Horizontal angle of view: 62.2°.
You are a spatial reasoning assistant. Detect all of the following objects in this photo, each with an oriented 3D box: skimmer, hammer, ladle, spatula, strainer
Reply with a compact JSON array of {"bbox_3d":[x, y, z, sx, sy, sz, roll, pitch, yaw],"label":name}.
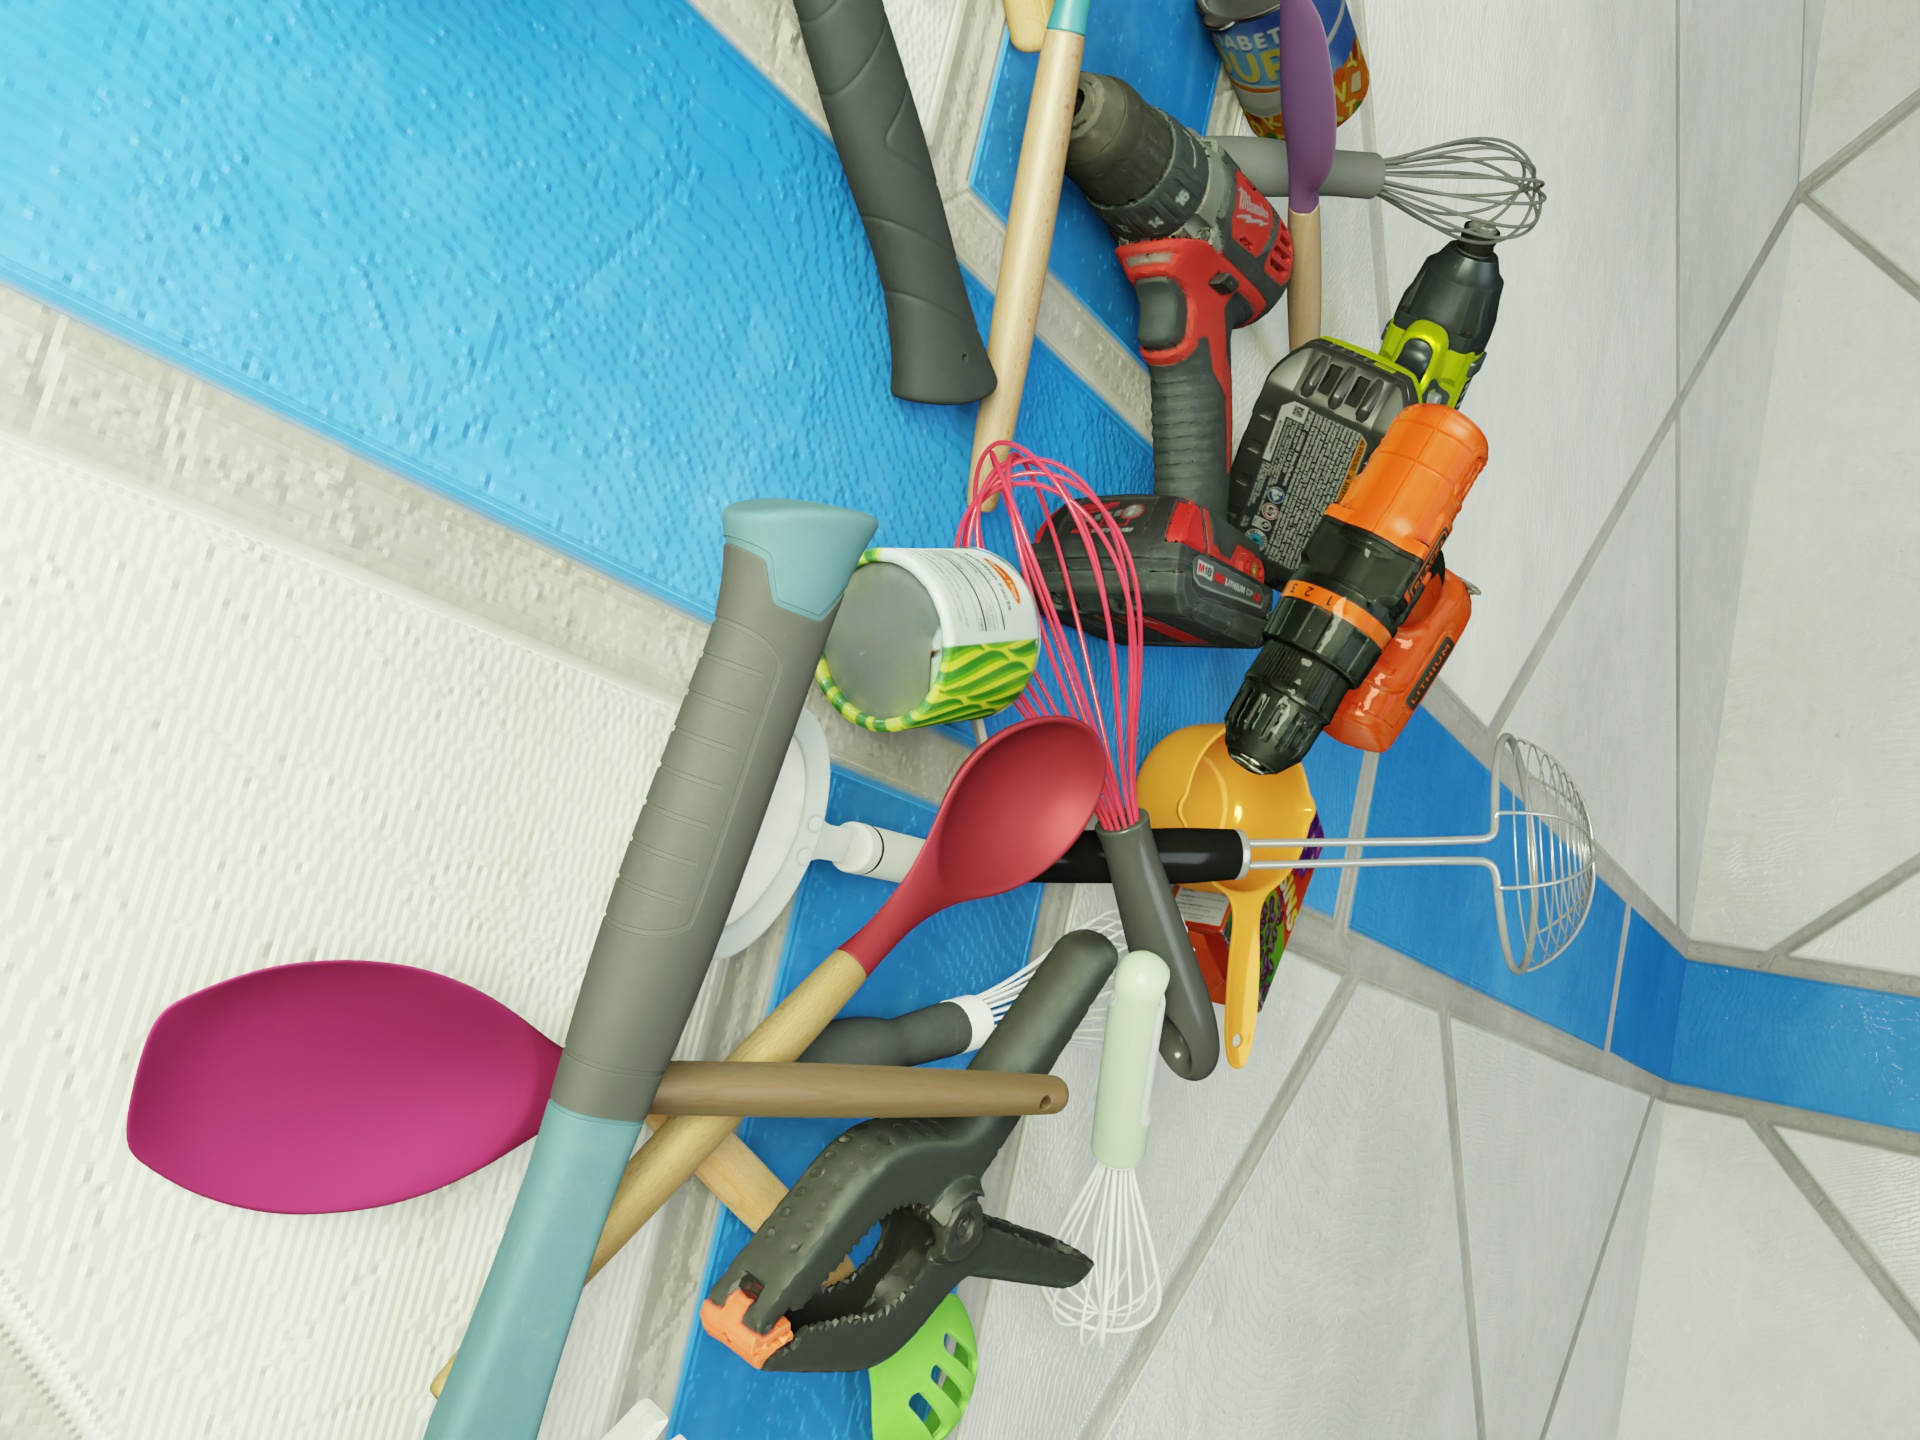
[{"bbox_3d":[0.174,0.067,0.787,0.363,0.090,0.127,1,84,-22],"label":"skimmer"},{"bbox_3d":[-0.053,-0.280,0.498,0.149,0.036,0.408,-44,133,-29],"label":"hammer"},{"bbox_3d":[-0.053,0.102,0.538,0.315,0.031,0.069,-44,131,-31],"label":"ladle"},{"bbox_3d":[-0.095,0.093,0.435,0.128,0.033,0.331,20,89,-39],"label":"hammer"},{"bbox_3d":[0.171,-0.238,0.785,0.315,0.018,0.060,60,9,-67],"label":"spatula"},{"bbox_3d":[-0.044,0.046,0.577,0.258,0.050,0.087,23,87,-61],"label":"strainer"},{"bbox_3d":[0.027,-0.239,0.614,0.082,0.044,0.317,-21,125,-59],"label":"spatula"}]

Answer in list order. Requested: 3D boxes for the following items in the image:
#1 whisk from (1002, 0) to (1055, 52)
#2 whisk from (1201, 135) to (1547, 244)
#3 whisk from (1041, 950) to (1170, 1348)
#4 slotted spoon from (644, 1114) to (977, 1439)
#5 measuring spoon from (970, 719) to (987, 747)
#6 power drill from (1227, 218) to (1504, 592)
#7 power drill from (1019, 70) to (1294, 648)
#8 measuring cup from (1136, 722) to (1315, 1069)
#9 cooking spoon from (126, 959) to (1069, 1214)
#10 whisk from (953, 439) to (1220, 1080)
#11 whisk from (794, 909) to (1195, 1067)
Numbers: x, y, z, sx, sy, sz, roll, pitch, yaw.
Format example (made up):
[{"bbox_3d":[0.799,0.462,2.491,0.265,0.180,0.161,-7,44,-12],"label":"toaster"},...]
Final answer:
[{"bbox_3d":[0.000,-0.369,0.579,0.047,0.051,0.244,-35,131,-23],"label":"whisk"},{"bbox_3d":[0.209,-0.277,0.819,0.239,0.055,0.055,-4,100,-25],"label":"whisk"},{"bbox_3d":[0.071,0.198,0.715,0.058,0.059,0.246,-68,164,-54],"label":"whisk"},{"bbox_3d":[-0.058,0.199,0.594,0.070,0.031,0.313,-57,137,-29],"label":"slotted spoon"},{"bbox_3d":[-0.001,-0.002,0.654,0.018,0.034,0.124,-16,108,-7],"label":"measuring spoon"},{"bbox_3d":[0.233,-0.175,0.884,0.223,0.080,0.171,-42,154,-45],"label":"power drill"},{"bbox_3d":[0.084,-0.155,0.705,0.187,0.080,0.227,14,80,-57],"label":"power drill"},{"bbox_3d":[0.128,0.086,0.808,0.095,0.052,0.173,2,90,-35],"label":"measuring cup"},{"bbox_3d":[-0.081,0.112,0.486,0.318,0.017,0.069,13,93,-40],"label":"cooking spoon"},{"bbox_3d":[0.061,0.024,0.659,0.073,0.073,0.295,-39,117,-47],"label":"whisk"},{"bbox_3d":[0.021,0.123,0.678,0.284,0.070,0.070,-2,97,-52],"label":"whisk"}]
